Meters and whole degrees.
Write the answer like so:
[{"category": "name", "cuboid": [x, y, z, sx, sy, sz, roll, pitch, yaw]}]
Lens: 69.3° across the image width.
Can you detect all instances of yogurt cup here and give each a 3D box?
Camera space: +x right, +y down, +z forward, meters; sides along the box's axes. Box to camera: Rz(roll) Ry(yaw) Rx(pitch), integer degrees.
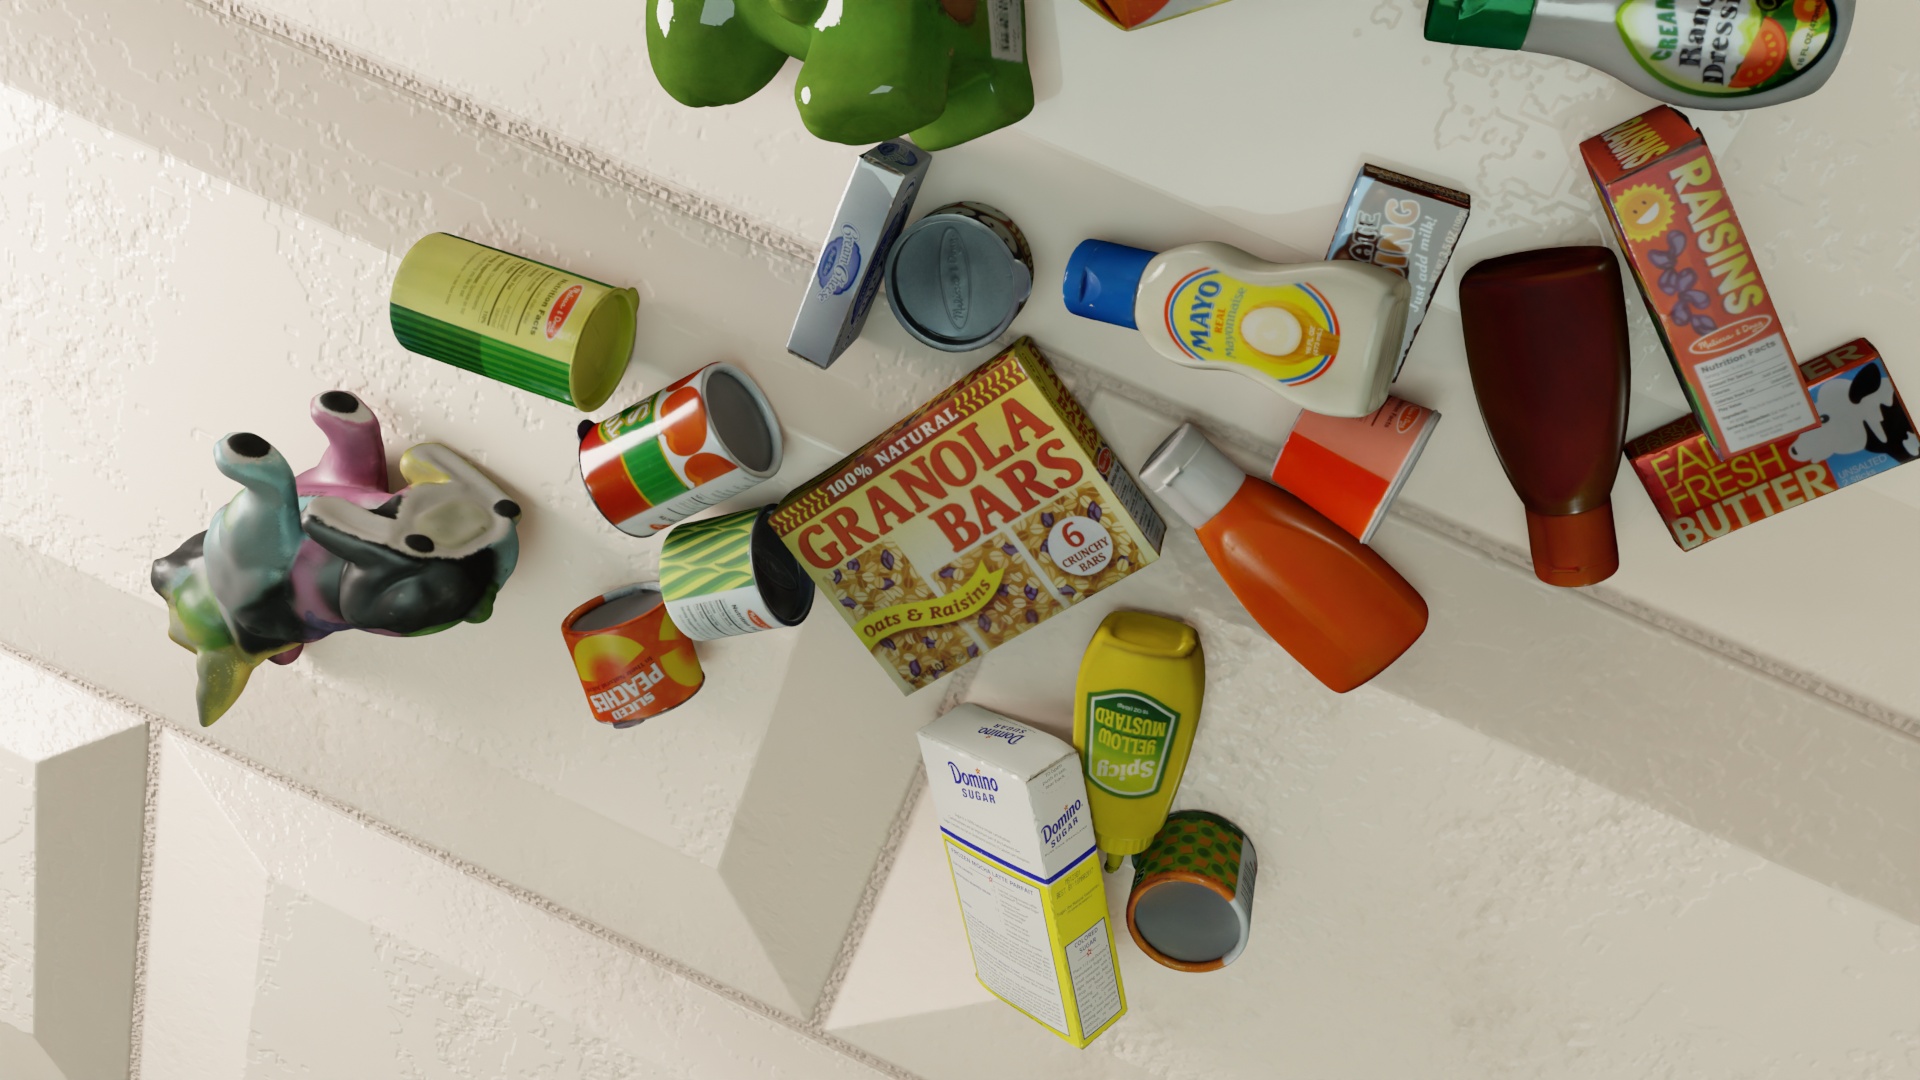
[{"category": "yogurt cup", "cuboid": [0.177, -0.040, 0.630, 0.054, 0.073, 0.072, 30, 120, 15]}]

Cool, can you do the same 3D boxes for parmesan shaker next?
[{"category": "parmesan shaker", "cuboid": [-0.227, -0.115, 0.714, 0.103, 0.071, 0.071, 19, 118, 8]}]

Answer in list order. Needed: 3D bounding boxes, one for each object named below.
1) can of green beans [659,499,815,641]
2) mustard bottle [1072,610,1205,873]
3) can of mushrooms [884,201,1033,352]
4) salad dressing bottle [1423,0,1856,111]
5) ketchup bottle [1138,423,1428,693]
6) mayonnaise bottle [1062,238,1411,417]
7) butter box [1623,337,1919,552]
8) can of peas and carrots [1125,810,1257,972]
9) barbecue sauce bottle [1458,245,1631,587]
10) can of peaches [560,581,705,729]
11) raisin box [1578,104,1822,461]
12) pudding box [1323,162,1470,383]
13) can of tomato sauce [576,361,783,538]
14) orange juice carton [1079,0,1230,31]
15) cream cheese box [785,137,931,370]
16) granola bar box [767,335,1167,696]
[{"category": "can of green beans", "cuboid": [-0.119, 0.018, 0.742, 0.058, 0.071, 0.071, -11, 111, 21]}, {"category": "mustard bottle", "cuboid": [0.090, 0.117, 0.737, 0.065, 0.049, 0.159, 11, 117, 15]}, {"category": "can of mushrooms", "cuboid": [0.002, -0.125, 0.659, 0.071, 0.033, 0.070, 6, 115, 14]}, {"category": "salad dressing bottle", "cuboid": [0.259, -0.205, 0.540, 0.148, 0.044, 0.064, 11, 114, 12]}, {"category": "ketchup bottle", "cuboid": [0.152, 0.005, 0.671, 0.149, 0.044, 0.064, 42, 118, -5]}, {"category": "mayonnaise bottle", "cuboid": [0.117, -0.100, 0.610, 0.148, 0.041, 0.064, 19, 116, 28]}, {"category": "butter box", "cuboid": [0.351, -0.040, 0.603, 0.103, 0.024, 0.053, -27, 105, 25]}, {"category": "can of peas and carrots", "cuboid": [0.124, 0.191, 0.757, 0.071, 0.059, 0.070, 6, 115, 13]}, {"category": "barbecue sauce bottle", "cuboid": [0.262, -0.052, 0.611, 0.065, 0.044, 0.148, 0, 117, 37]}, {"category": "can of peaches", "cuboid": [-0.184, 0.063, 0.780, 0.071, 0.071, 0.058, -7, 111, 19]}, {"category": "raisin box", "cuboid": [0.293, -0.105, 0.554, 0.040, 0.086, 0.123, -24, 106, 26]}, {"category": "pudding box", "cuboid": [0.184, -0.117, 0.611, 0.050, 0.030, 0.083, 21, 118, 8]}, {"category": "can of tomato sauce", "cuboid": [-0.145, -0.048, 0.719, 0.083, 0.071, 0.071, -23, 106, 24]}, {"category": "orange juice carton", "cuboid": [0.113, -0.254, 0.544, 0.192, 0.072, 0.072, -11, 110, 20]}, {"category": "cream cheese box", "cuboid": [-0.048, -0.136, 0.657, 0.024, 0.053, 0.103, 26, 119, 0]}, {"category": "granola bar box", "cuboid": [0.003, -0.009, 0.710, 0.165, 0.039, 0.124, -31, 104, 26]}]
